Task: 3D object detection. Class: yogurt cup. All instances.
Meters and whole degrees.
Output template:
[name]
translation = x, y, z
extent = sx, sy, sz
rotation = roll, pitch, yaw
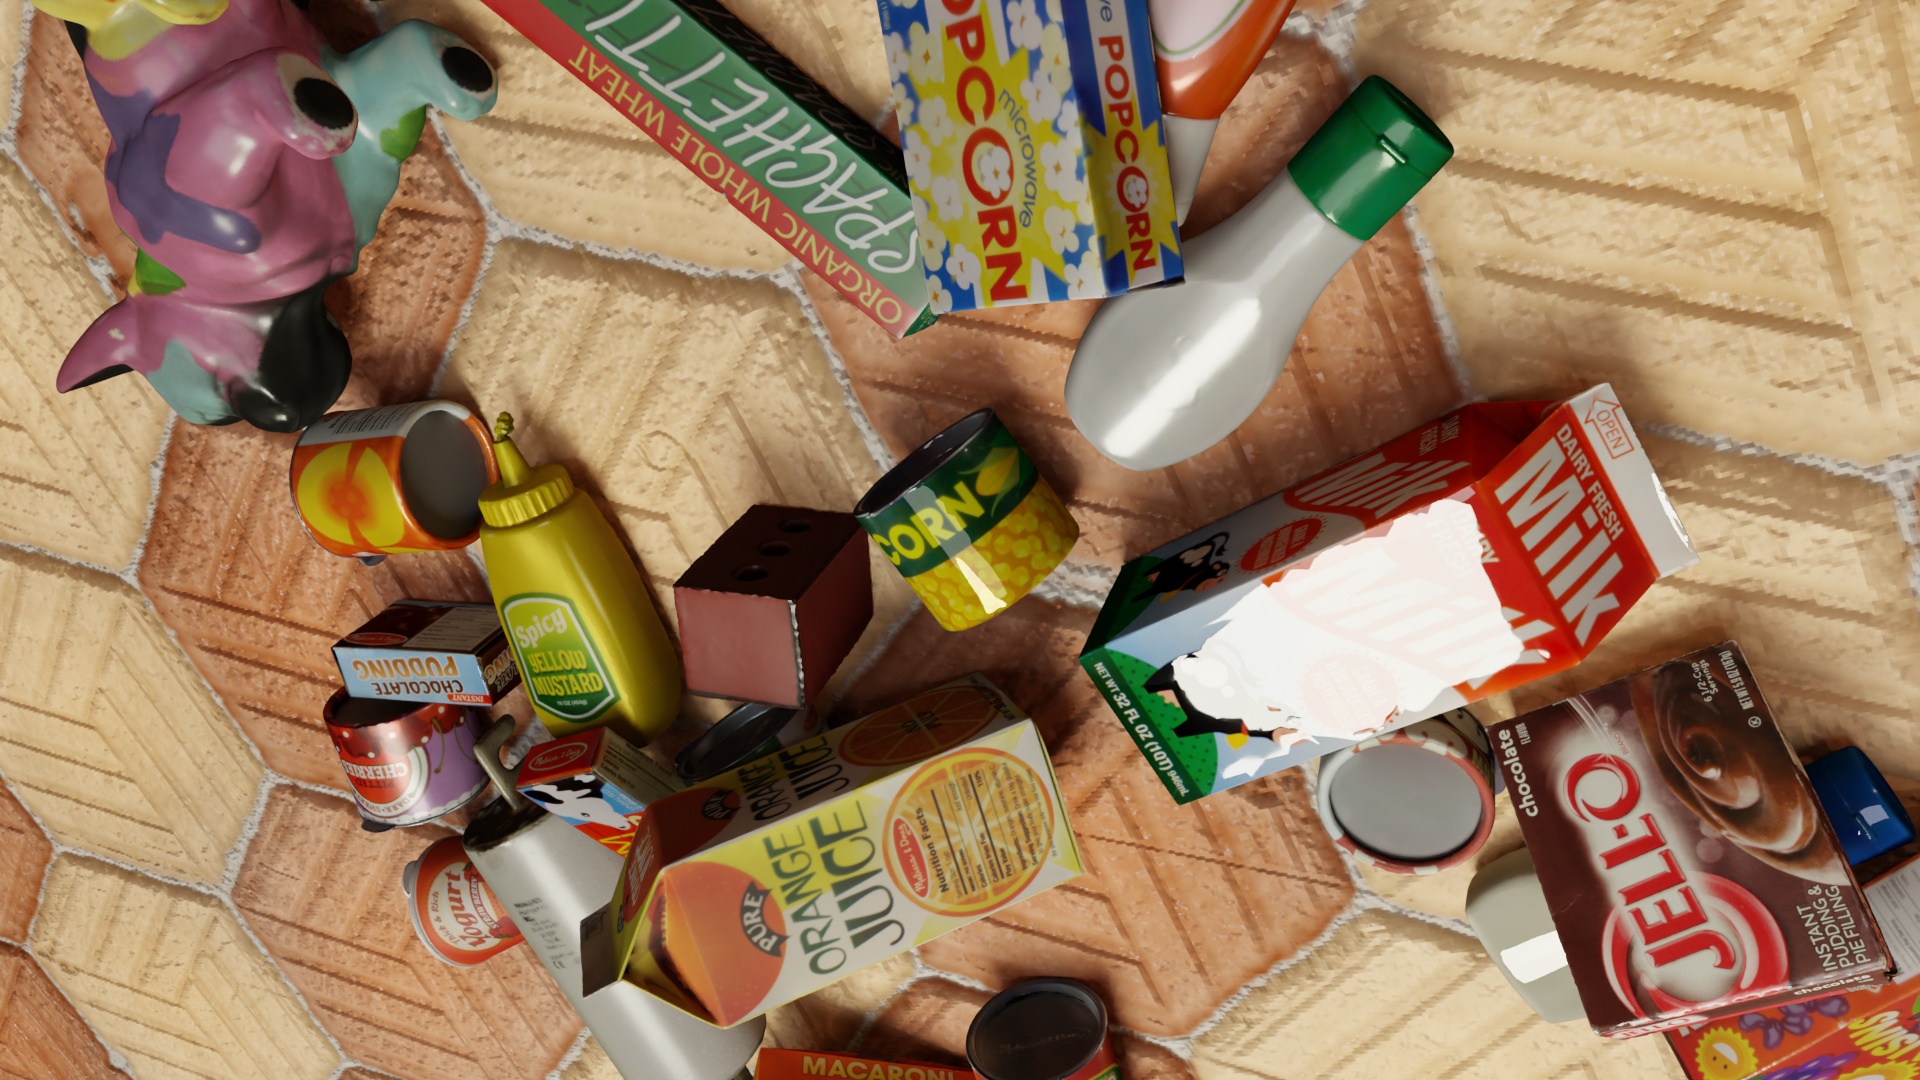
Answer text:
[yogurt cup]
translation = -0.239, 0.179, 0.714
extent = 0.054, 0.073, 0.072
rotation = -22, 107, 20

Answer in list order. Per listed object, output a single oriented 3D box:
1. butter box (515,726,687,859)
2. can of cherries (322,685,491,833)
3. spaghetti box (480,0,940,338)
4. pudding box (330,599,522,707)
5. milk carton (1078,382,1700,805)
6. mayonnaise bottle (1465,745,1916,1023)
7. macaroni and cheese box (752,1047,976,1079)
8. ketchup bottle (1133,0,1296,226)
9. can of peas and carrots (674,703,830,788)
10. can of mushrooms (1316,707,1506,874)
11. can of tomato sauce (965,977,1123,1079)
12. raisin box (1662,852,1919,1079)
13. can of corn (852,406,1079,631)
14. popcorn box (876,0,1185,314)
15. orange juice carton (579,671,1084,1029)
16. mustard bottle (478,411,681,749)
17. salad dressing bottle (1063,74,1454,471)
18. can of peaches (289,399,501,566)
[butter box]
translation = -0.145, 0.124, 0.632
extent = 0.053, 0.024, 0.103
rotation = -17, 134, 33
[can of cherries]
translation = -0.270, 0.098, 0.677
extent = 0.071, 0.072, 0.058
rotation = 1, 116, 20
[spaghetti box]
translation = -0.099, -0.169, 0.500
extent = 0.250, 0.029, 0.050
rotation = 39, 123, -2
[pudding box]
translation = -0.245, 0.052, 0.657
extent = 0.084, 0.050, 0.030
rotation = 2, 115, 19
[milk carton]
translation = 0.144, 0.016, 0.481
extent = 0.190, 0.074, 0.072
rotation = -26, 105, 29
[mayonnaise bottle]
translation = 0.266, 0.124, 0.512
extent = 0.147, 0.041, 0.065
rotation = -37, 89, 30
[macaroni and cheese box]
translation = -0.058, 0.335, 0.721
extent = 0.124, 0.040, 0.165
rotation = 10, 121, -9
[ketchup bottle]
translation = 0.075, -0.172, 0.427
extent = 0.065, 0.044, 0.148
rotation = 23, 122, 12
[can of peas and carrots]
translation = -0.084, 0.107, 0.617
extent = 0.071, 0.071, 0.058
rotation = -24, 107, 29
[can of mushrooms]
translation = 0.174, 0.094, 0.535
extent = 0.071, 0.034, 0.070
rotation = 9, 118, 16
[can of tomato sauce]
translation = 0.045, 0.260, 0.647
extent = 0.071, 0.071, 0.082
rotation = -6, 115, 23
[raisin box]
translation = 0.324, 0.158, 0.489
extent = 0.086, 0.040, 0.123
rotation = 20, 127, -29
[can of corn]
translation = 0.002, -0.007, 0.523
extent = 0.071, 0.071, 0.058
rotation = -30, 104, 30
[popcorn box]
translation = 0.019, -0.137, 0.435
extent = 0.085, 0.038, 0.126
rotation = 5, 110, 50
[orange juice carton]
translation = -0.058, 0.126, 0.551
extent = 0.193, 0.072, 0.073
rotation = -21, 104, -12
[mustard bottle]
translation = -0.177, 0.019, 0.615
extent = 0.065, 0.049, 0.159
rotation = -8, 113, 23
[salad dressing bottle]
translation = 0.097, -0.086, 0.464
extent = 0.064, 0.044, 0.147
rotation = 39, 121, -8
[can of peaches]
translation = -0.244, -0.024, 0.607
extent = 0.058, 0.071, 0.071
rotation = -5, 115, 21
